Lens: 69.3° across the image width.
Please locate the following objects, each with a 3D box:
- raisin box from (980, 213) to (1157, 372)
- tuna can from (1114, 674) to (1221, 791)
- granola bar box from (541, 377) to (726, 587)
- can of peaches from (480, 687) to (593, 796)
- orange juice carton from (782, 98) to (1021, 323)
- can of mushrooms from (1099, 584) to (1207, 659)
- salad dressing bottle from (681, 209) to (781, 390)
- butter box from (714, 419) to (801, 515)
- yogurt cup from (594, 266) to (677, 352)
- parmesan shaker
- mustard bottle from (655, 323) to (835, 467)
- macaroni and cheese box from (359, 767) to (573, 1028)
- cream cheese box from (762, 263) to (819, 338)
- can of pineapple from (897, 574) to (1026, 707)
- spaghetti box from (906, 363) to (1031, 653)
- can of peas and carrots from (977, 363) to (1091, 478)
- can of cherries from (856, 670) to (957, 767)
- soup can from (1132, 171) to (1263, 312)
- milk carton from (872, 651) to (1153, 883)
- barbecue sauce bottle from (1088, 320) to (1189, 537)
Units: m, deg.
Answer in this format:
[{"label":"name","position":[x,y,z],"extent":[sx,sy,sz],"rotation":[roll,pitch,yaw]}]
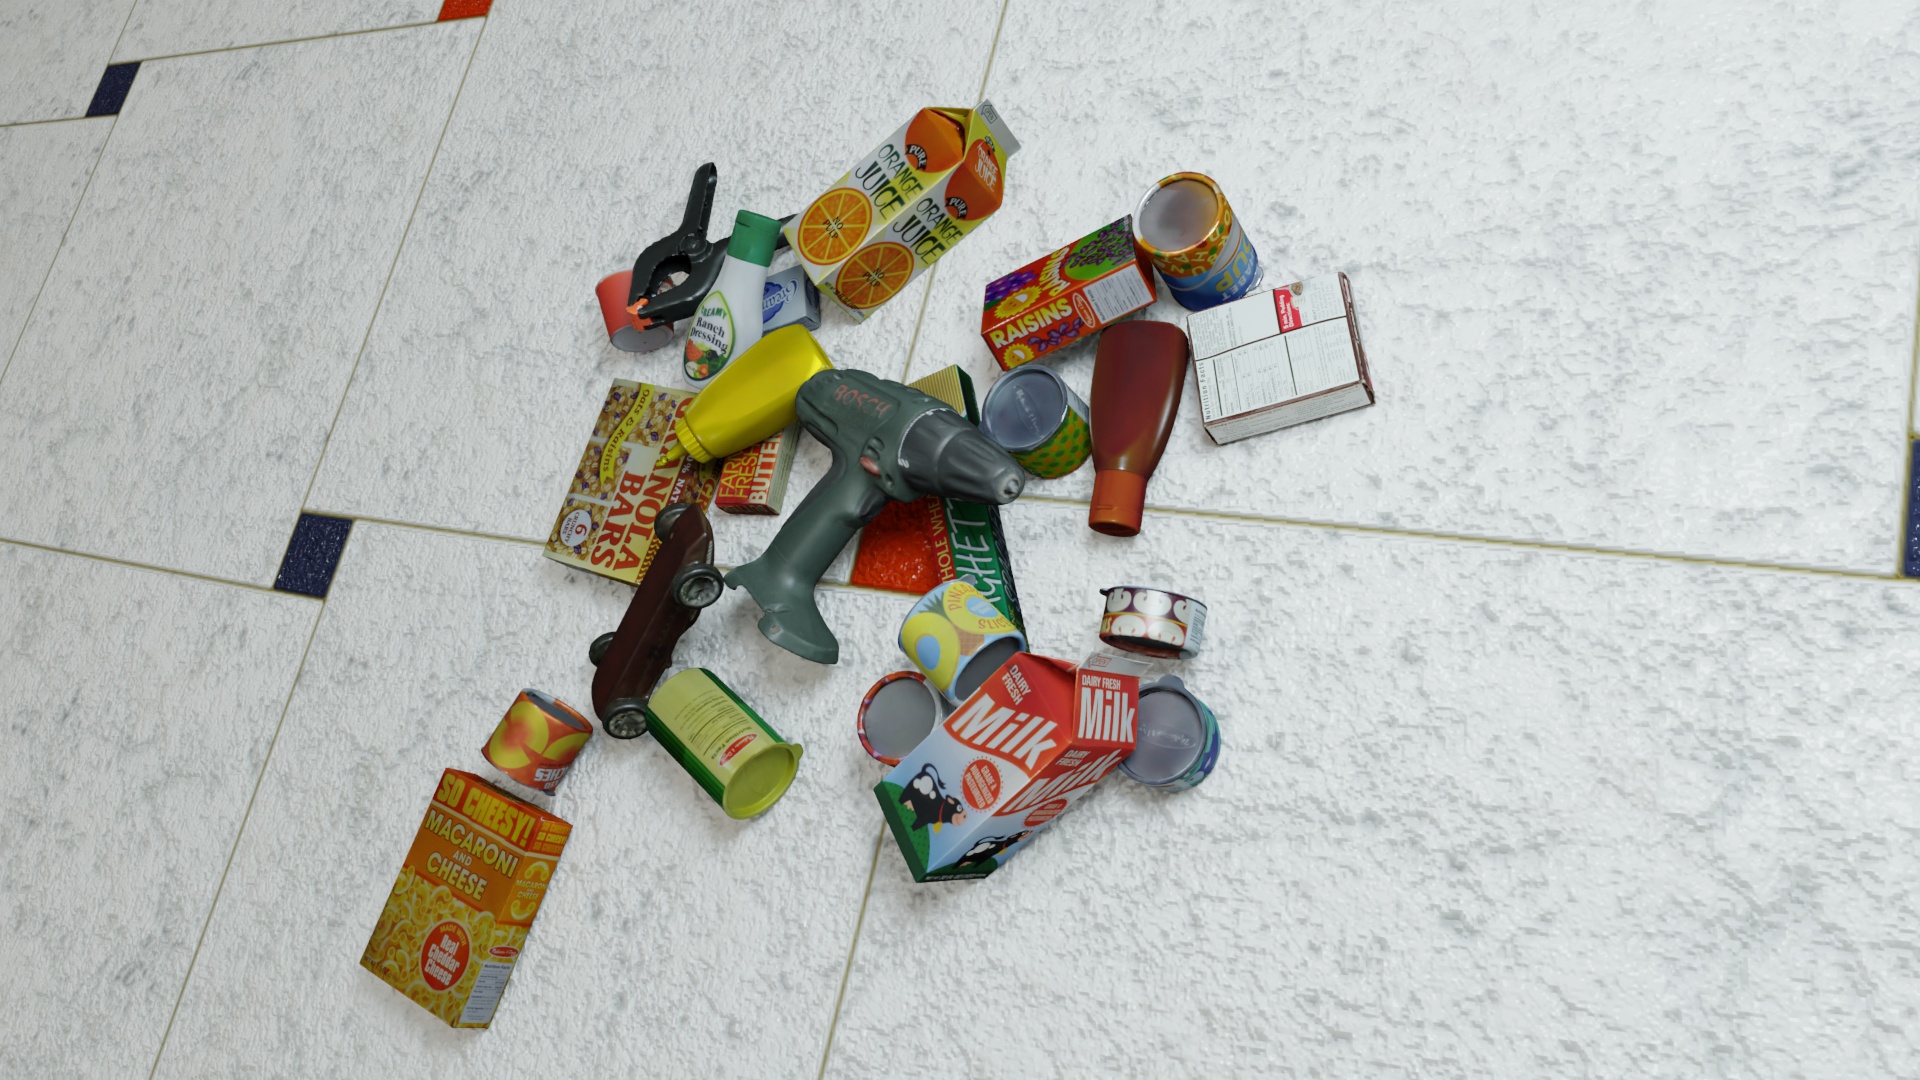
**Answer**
[{"label":"raisin box","position":[0.078,-0.179,1.008],"extent":[0.123,0.040,0.086],"rotation":[-23,31,18]},{"label":"tuna can","position":[0.131,0.123,0.886],"extent":[0.071,0.033,0.071],"rotation":[-10,67,25]},{"label":"granola bar box","position":[-0.264,-0.046,1.157],"extent":[0.124,0.039,0.166],"rotation":[13,77,31]},{"label":"can of peaches","position":[-0.332,0.159,1.099],"extent":[0.071,0.071,0.058],"rotation":[31,87,33]},{"label":"orange juice carton","position":[-0.039,-0.270,1.106],"extent":[0.192,0.071,0.073],"rotation":[-38,59,11]},{"label":"can of mushrooms","position":[0.122,0.053,0.897],"extent":[0.071,0.071,0.033],"rotation":[5,75,29]},{"label":"salad dressing bottle","position":[-0.184,-0.193,1.129],"extent":[0.064,0.044,0.147],"rotation":[27,104,33]},{"label":"butter box","position":[-0.161,-0.072,1.121],"extent":[0.053,0.024,0.104],"rotation":[3,72,28]},{"label":"yogurt cup","position":[-0.281,-0.200,1.213],"extent":[0.072,0.072,0.054],"rotation":[-19,71,21]},{"label":"parmesan shaker","position":[-0.174,0.146,1.021],"extent":[0.103,0.071,0.071],"rotation":[36,90,34]},{"label":"mustard bottle","position":[-0.174,-0.105,1.093],"extent":[0.160,0.048,0.065],"rotation":[-33,68,7]},{"label":"macaroni and cheese box","position":[-0.390,0.279,1.097],"extent":[0.124,0.040,0.166],"rotation":[16,80,32]},{"label":"cream cheese box","position":[-0.168,-0.191,1.172],"extent":[0.103,0.024,0.053],"rotation":[-16,66,22]},{"label":"can of pineapple","position":[0.002,0.067,0.919],"extent":[0.071,0.071,0.058],"rotation":[-49,57,4]},{"label":"spaghetti box","position":[0.004,-0.013,1.009],"extent":[0.050,0.028,0.251],"rotation":[-22,62,20]},{"label":"can of peas and carrots","position":[0.055,-0.082,0.991],"extent":[0.071,0.058,0.071],"rotation":[-10,67,25]},{"label":"can of cherries","position":[-0.031,0.128,0.954],"extent":[0.071,0.058,0.072],"rotation":[-10,67,24]},{"label":"soup can","position":[0.166,-0.206,0.965],"extent":[0.071,0.083,0.071],"rotation":[-10,67,24]},{"label":"milk carton","position":[0.038,0.133,0.880],"extent":[0.190,0.072,0.074],"rotation":[-45,56,23]},{"label":"barbecue sauce bottle","position":[0.118,-0.078,0.965],"extent":[0.065,0.043,0.149],"rotation":[2,72,32]}]
